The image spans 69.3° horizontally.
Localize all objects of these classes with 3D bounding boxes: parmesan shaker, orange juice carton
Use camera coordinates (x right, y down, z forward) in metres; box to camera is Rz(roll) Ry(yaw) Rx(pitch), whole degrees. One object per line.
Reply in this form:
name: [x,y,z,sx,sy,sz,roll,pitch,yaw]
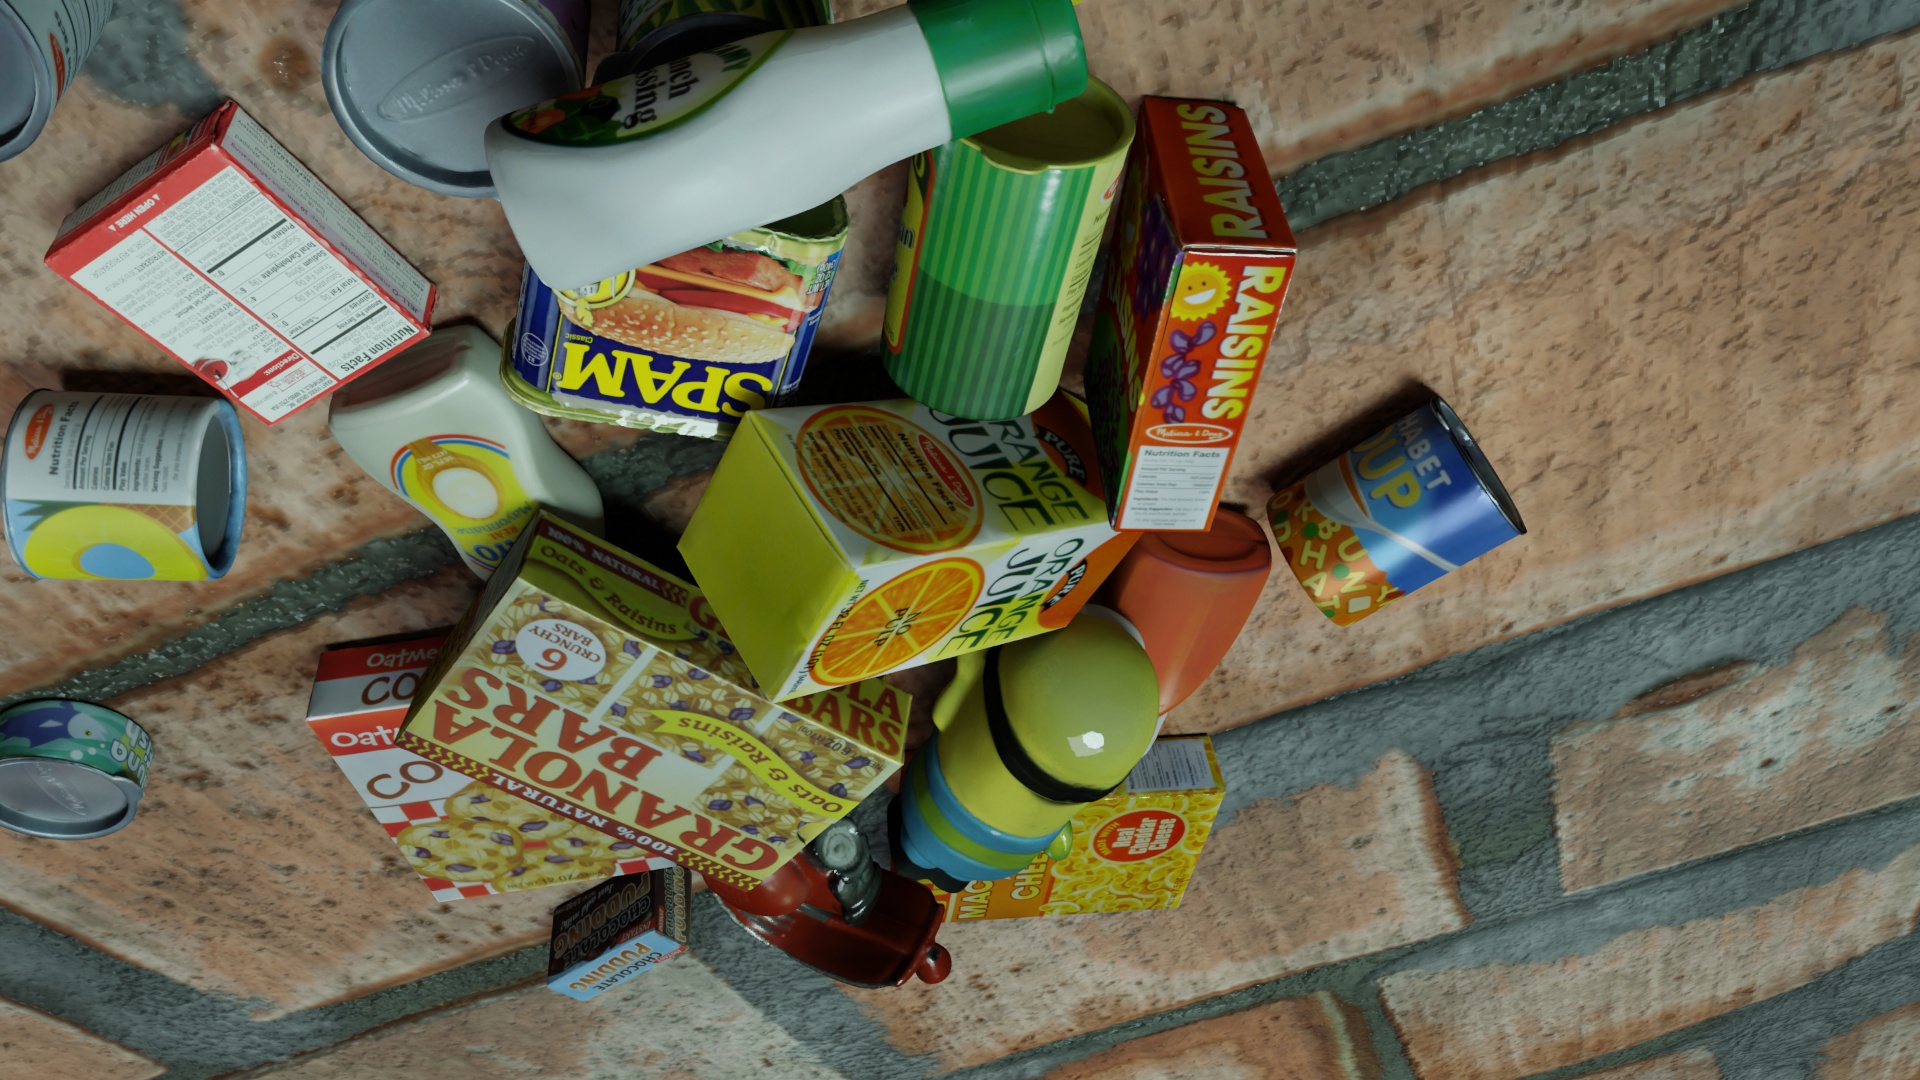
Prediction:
parmesan shaker: [0.011,-0.096,0.455,0.071,0.071,0.102,2,137,-13]
orange juice carton: [0.002,-0.007,0.520,0.193,0.073,0.071,-10,146,-43]

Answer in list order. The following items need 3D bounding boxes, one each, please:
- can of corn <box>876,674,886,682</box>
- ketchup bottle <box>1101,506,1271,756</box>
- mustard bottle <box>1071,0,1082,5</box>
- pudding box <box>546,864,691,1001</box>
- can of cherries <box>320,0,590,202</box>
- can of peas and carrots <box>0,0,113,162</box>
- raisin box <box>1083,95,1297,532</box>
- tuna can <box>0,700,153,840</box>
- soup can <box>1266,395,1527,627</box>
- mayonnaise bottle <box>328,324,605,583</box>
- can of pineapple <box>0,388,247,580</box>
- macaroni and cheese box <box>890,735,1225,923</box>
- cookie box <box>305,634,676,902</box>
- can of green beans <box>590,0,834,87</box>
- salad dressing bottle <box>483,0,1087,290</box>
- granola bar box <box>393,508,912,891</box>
can of corn: [-0.064,0.038,0.595,0.071,0.058,0.070,-5,138,-5]
ketchup bottle: [0.092,0.048,0.646,0.065,0.044,0.148,6,136,-8]
mustard bottle: [-0.008,-0.179,0.378,0.160,0.049,0.065,11,134,-22]
pudding box: [-0.189,0.216,0.771,0.083,0.050,0.030,-30,132,21]
can of cherries: [-0.138,-0.138,0.391,0.071,0.059,0.071,-6,137,-6]
can of peas and carrots: [-0.268,-0.142,0.362,0.071,0.059,0.070,-5,137,-5]
raisin box: [0.074,-0.075,0.478,0.040,0.086,0.122,2,137,-6]
tuna can: [-0.398,0.102,0.620,0.071,0.033,0.070,-5,138,-5]
soup can: [0.180,-0.013,0.582,0.083,0.072,0.071,-33,133,24]
mayonnaise bottle: [-0.170,-0.014,0.532,0.065,0.041,0.147,-19,136,8]
can of pineapple: [-0.289,-0.018,0.487,0.058,0.071,0.070,2,136,-13]
macaroni and cheese box: [0.049,0.161,0.764,0.167,0.040,0.123,-2,136,-9]
cookie box: [-0.212,0.106,0.656,0.123,0.040,0.166,-8,139,-2]
can of green beans: [-0.068,-0.136,0.406,0.071,0.058,0.071,-5,138,-5]
salad dressing bottle: [-0.043,-0.108,0.354,0.148,0.064,0.043,-19,123,-2]
granola bar box: [-0.122,0.072,0.555,0.165,0.039,0.123,29,129,-22]
